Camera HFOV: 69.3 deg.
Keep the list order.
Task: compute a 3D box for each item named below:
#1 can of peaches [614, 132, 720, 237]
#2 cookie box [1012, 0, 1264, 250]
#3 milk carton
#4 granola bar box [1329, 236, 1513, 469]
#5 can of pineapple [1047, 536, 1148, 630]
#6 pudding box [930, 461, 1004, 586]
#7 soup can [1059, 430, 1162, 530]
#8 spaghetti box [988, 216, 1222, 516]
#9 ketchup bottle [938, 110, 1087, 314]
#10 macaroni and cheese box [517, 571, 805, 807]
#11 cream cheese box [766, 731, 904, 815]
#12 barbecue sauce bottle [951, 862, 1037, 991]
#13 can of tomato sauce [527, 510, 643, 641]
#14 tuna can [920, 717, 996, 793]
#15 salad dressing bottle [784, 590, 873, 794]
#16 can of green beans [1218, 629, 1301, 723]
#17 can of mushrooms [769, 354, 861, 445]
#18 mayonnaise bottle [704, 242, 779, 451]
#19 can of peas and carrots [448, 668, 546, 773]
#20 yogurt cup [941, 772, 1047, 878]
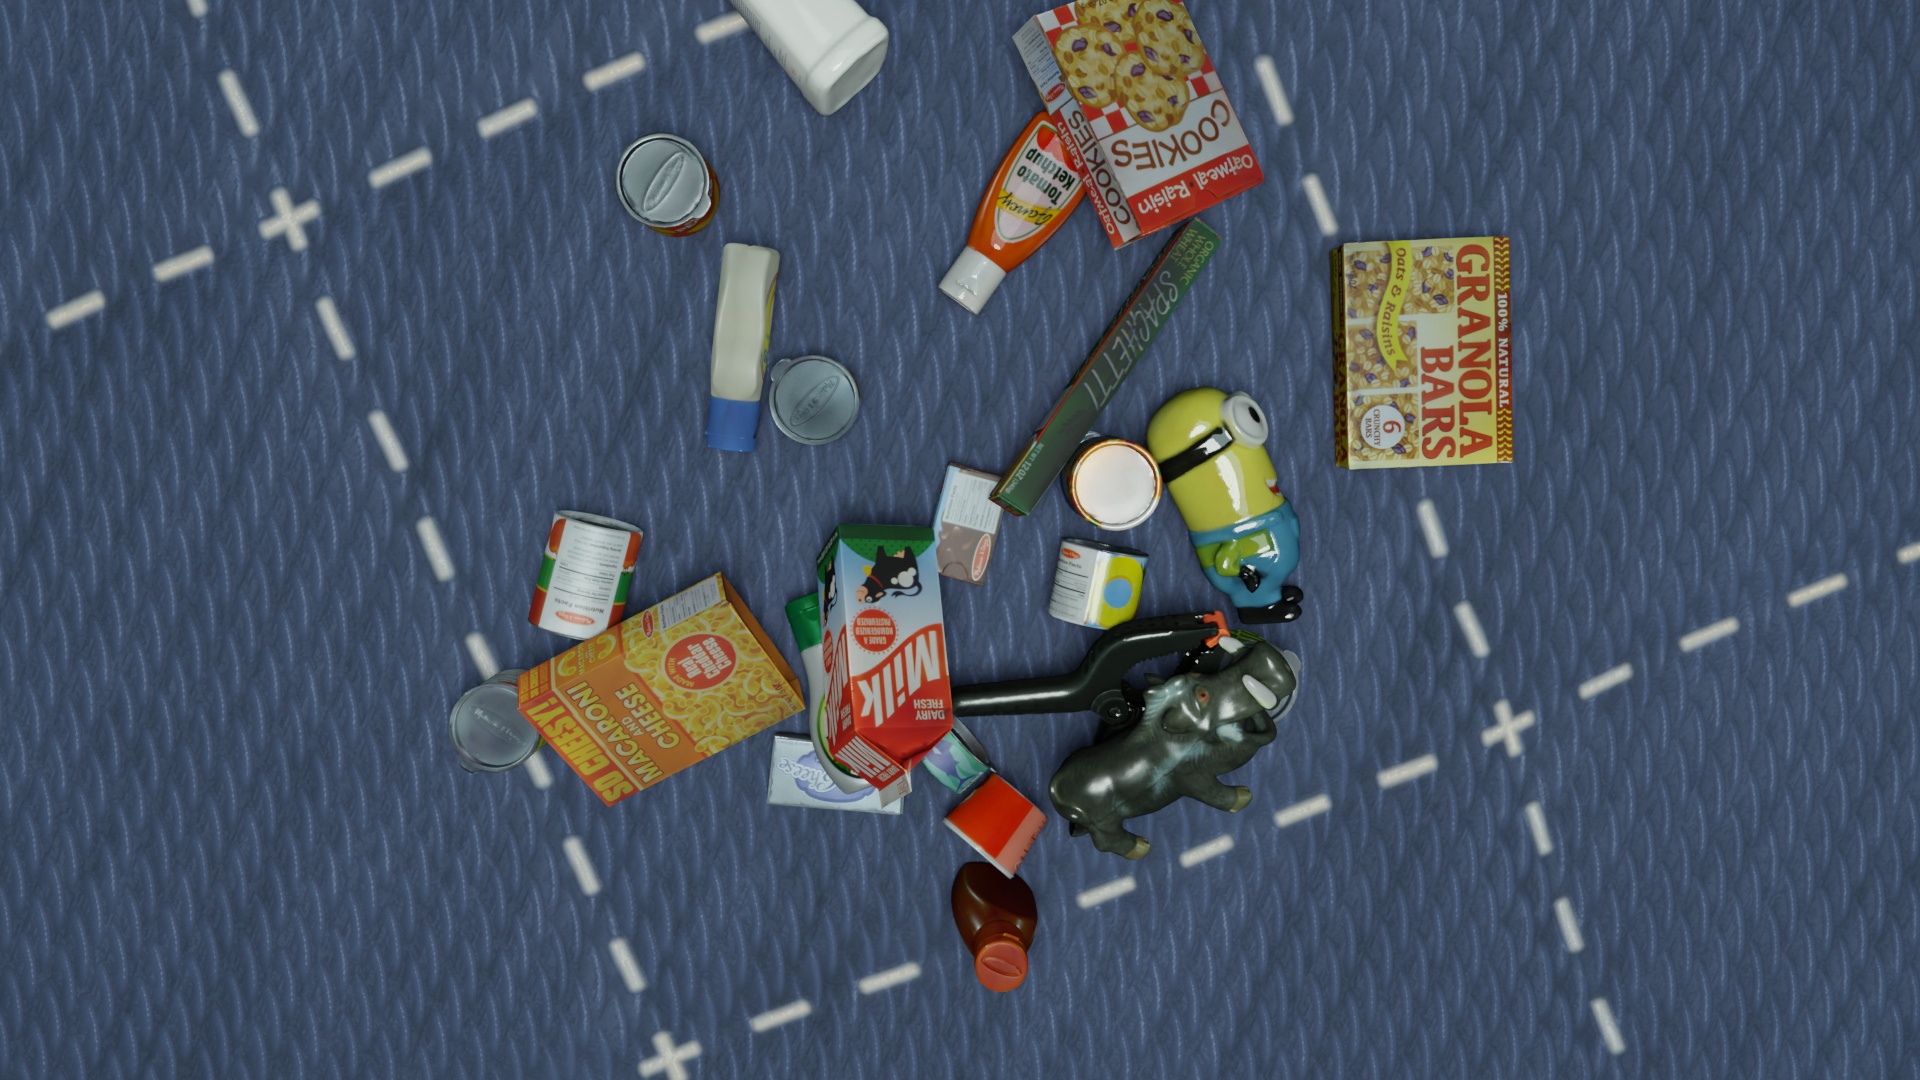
[{"bbox_3d":[-0.208,-0.253,1.001,0.071,0.058,0.071,0,95,-2],"label":"can of peaches"},{"bbox_3d":[0.129,-0.307,0.987,0.123,0.040,0.167,-29,95,-25],"label":"cookie box"},{"bbox_3d":[-0.054,0.089,0.981,0.073,0.072,0.191,2,69,-20],"label":"milk carton"},{"bbox_3d":[0.342,-0.138,1.031,0.124,0.039,0.165,-3,95,0],"label":"granola bar box"},{"bbox_3d":[0.103,0.032,1.028,0.071,0.071,0.057,11,96,-2],"label":"can of pineapple"},{"bbox_3d":[0.004,-0.013,1.039,0.050,0.030,0.083,14,95,-4],"label":"pudding box"},{"bbox_3d":[0.107,-0.045,1.012,0.071,0.084,0.071,0,95,-1],"label":"soup can"},{"bbox_3d":[0.105,-0.125,1.006,0.028,0.050,0.250,36,85,-6],"label":"spaghetti box"},{"bbox_3d":[0.040,-0.236,1.015,0.065,0.043,0.148,35,94,-7],"label":"ketchup bottle"},{"bbox_3d":[-0.216,0.111,1.014,0.166,0.040,0.123,-27,128,2],"label":"macaroni and cheese box"},{"bbox_3d":[-0.093,0.176,1.056,0.104,0.024,0.053,5,95,-2],"label":"cream cheese box"},{"bbox_3d":[0.026,0.279,1.005,0.065,0.148,0.043,23,94,-3],"label":"barbecue sauce bottle"},{"bbox_3d":[-0.275,0.025,1.021,0.071,0.071,0.083,15,94,-2],"label":"can of tomato sauce"},{"bbox_3d":[-0.008,0.156,1.036,0.033,0.071,0.071,-42,95,4],"label":"tuna can"},{"bbox_3d":[-0.089,0.111,1.027,0.064,0.044,0.148,-20,80,-8],"label":"salad dressing bottle"},{"bbox_3d":[0.213,0.103,1.040,0.071,0.058,0.071,0,95,-1],"label":"can of green beans"},{"bbox_3d":[-0.108,-0.106,1.028,0.071,0.033,0.071,0,96,-1],"label":"can of mushrooms"},{"bbox_3d":[-0.159,-0.140,1.011,0.041,0.065,0.147,6,99,-5],"label":"mayonnaise bottle"},{"bbox_3d":[-0.338,0.135,1.031,0.071,0.059,0.071,0,96,-1],"label":"can of peas and carrots"},{"bbox_3d":[0.028,0.211,1.042,0.072,0.072,0.054,41,81,-4],"label":"yogurt cup"}]
